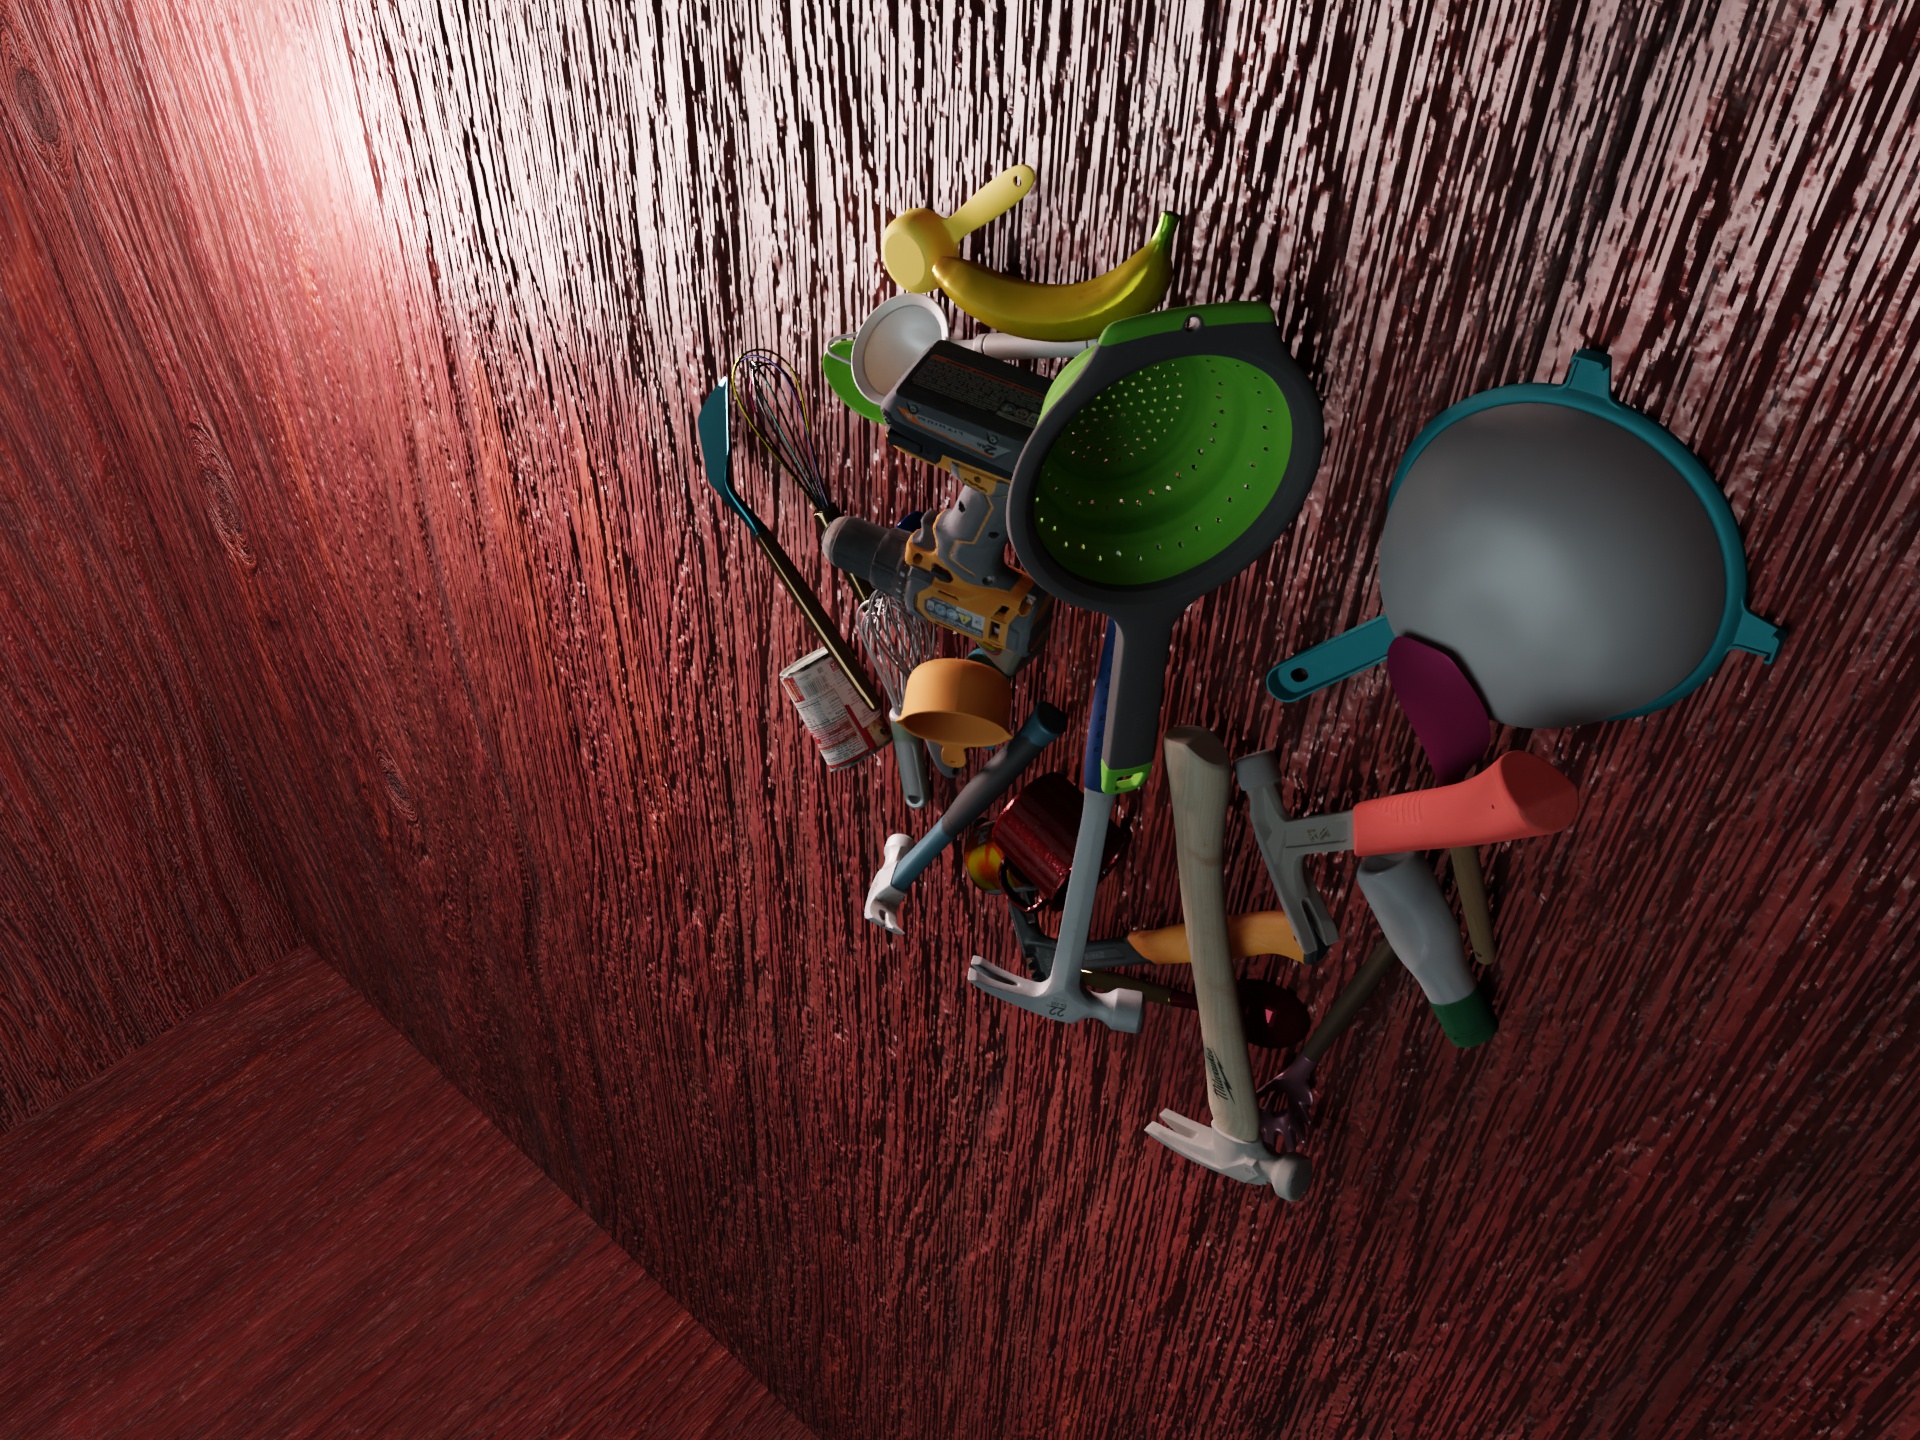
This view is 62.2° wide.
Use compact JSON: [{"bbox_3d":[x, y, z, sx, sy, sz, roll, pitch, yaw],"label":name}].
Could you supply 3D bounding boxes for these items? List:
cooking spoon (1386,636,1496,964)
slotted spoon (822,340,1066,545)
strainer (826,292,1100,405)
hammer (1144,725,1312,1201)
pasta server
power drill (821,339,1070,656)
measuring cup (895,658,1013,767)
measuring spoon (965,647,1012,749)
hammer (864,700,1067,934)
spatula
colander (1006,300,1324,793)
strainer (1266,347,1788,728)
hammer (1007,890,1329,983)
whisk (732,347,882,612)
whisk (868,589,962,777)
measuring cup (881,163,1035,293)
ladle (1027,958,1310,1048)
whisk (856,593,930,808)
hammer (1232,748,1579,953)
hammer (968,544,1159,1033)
[{"bbox_3d":[0.310,0.062,0.992,0.069,0.017,0.318,31,158,43],"label":"cooking spoon"},{"bbox_3d":[0.015,-0.181,1.204,0.314,0.031,0.070,44,145,10],"label":"slotted spoon"},{"bbox_3d":[0.013,-0.261,1.124,0.258,0.050,0.087,8,86,40],"label":"strainer"},{"bbox_3d":[0.189,0.189,1.238,0.146,0.038,0.410,14,125,41],"label":"hammer"},{"bbox_3d":[0.286,0.255,1.251,0.060,0.040,0.316,16,138,-1],"label":"pasta server"},{"bbox_3d":[-0.015,-0.158,1.143,0.185,0.084,0.226,23,143,14],"label":"power drill"},{"bbox_3d":[-0.002,-0.004,1.322,0.095,0.052,0.173,7,164,2],"label":"measuring cup"},{"bbox_3d":[0.027,-0.020,1.343,0.042,0.021,0.128,22,146,17],"label":"measuring spoon"},{"bbox_3d":[-0.001,0.082,1.389,0.033,0.128,0.331,29,136,-12],"label":"hammer"},{"bbox_3d":[-0.151,-0.147,1.391,0.317,0.044,0.082,57,146,2],"label":"spatula"},{"bbox_3d":[0.112,-0.114,1.050,0.396,0.204,0.095,92,162,-44],"label":"colander"},{"bbox_3d":[0.280,-0.055,0.938,0.211,0.095,0.340,56,144,-3],"label":"strainer"},{"bbox_3d":[0.166,0.179,1.318,0.337,0.034,0.127,-16,93,51],"label":"hammer"},{"bbox_3d":[-0.121,-0.199,1.339,0.051,0.047,0.244,14,135,59],"label":"whisk"},{"bbox_3d":[-0.030,-0.031,1.349,0.055,0.055,0.238,26,150,34],"label":"whisk"},{"bbox_3d":[-0.004,-0.338,1.084,0.156,0.029,0.062,-16,107,55],"label":"measuring cup"},{"bbox_3d":[0.168,0.235,1.385,0.315,0.031,0.069,5,121,50],"label":"ladle"},{"bbox_3d":[-0.052,-0.012,1.414,0.058,0.059,0.246,5,132,15],"label":"whisk"},{"bbox_3d":[0.269,0.074,0.988,0.359,0.036,0.149,149,100,-76],"label":"hammer"},{"bbox_3d":[0.099,0.060,1.202,0.144,0.035,0.405,10,117,4],"label":"hammer"}]
